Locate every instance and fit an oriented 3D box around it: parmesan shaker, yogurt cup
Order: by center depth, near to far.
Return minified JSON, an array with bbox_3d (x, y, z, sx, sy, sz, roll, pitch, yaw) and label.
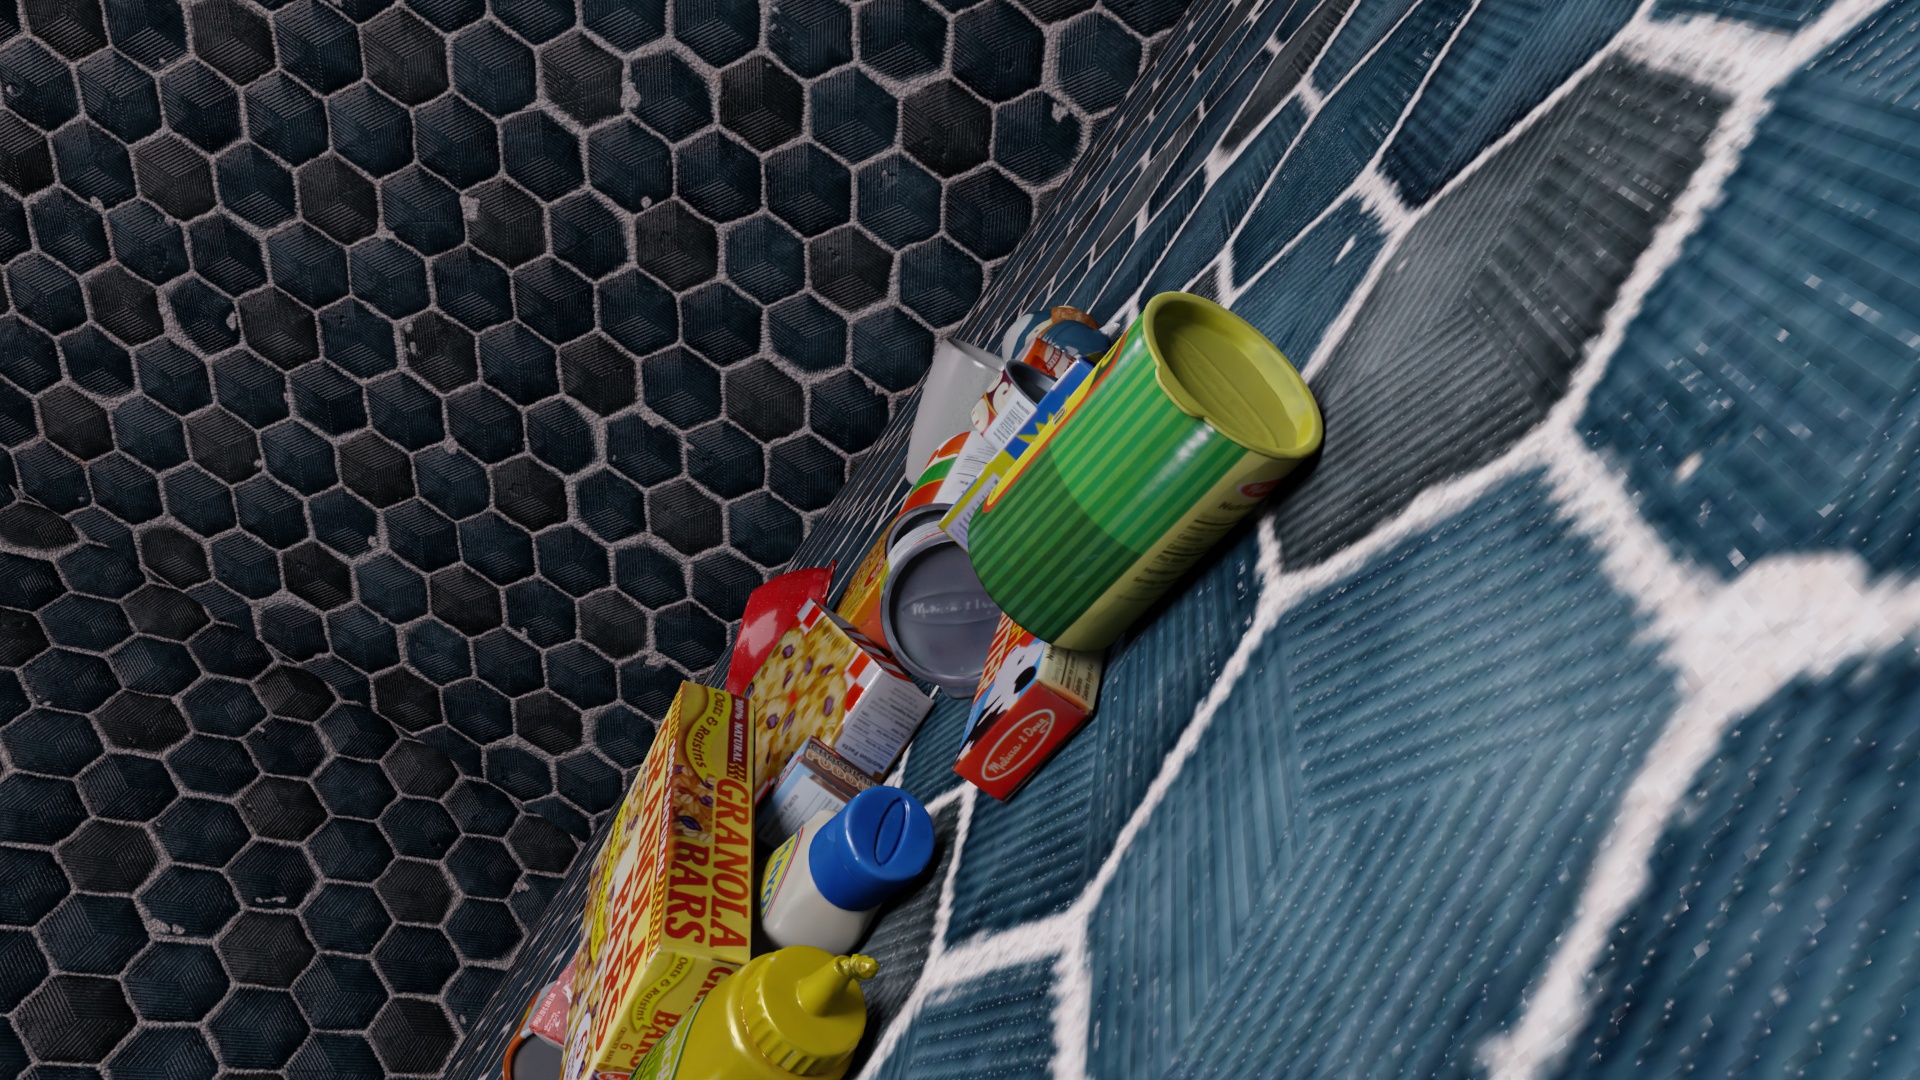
[{"bbox_3d":[0.053,-0.019,0.439,0.102,0.071,0.072,-49,10,38],"label":"parmesan shaker"},{"bbox_3d":[0.047,-0.076,0.774,0.072,0.054,0.072,-54,7,10],"label":"yogurt cup"}]

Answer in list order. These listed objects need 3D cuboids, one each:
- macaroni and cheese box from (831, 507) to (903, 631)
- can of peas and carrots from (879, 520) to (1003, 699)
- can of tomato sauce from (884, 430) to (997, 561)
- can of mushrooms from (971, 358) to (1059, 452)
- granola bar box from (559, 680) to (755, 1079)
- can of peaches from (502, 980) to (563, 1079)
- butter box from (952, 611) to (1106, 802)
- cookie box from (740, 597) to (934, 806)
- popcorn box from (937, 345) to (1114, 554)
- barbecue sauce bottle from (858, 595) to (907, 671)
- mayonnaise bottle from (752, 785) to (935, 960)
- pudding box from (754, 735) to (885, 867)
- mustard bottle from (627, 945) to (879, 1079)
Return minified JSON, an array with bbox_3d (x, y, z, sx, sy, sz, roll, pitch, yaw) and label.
[{"bbox_3d":[-0.048,0.032,0.945,0.123,0.040,0.167,-54,7,5],"label":"macaroni and cheese box"},{"bbox_3d":[-0.002,0.028,0.606,0.071,0.071,0.059,-55,7,3],"label":"can of peas and carrots"},{"bbox_3d":[0.003,-0.009,0.717,0.071,0.071,0.083,-51,8,33],"label":"can of tomato sauce"},{"bbox_3d":[0.041,-0.058,0.694,0.033,0.071,0.071,-54,8,21],"label":"can of mushrooms"},{"bbox_3d":[-0.127,0.158,0.591,0.123,0.039,0.166,-61,20,23],"label":"granola bar box"},{"bbox_3d":[-0.242,0.316,0.857,0.071,0.071,0.058,-55,8,4],"label":"can of peaches"},{"bbox_3d":[0.030,0.041,0.498,0.053,0.024,0.104,-50,10,31],"label":"butter box"},{"bbox_3d":[-0.094,0.124,0.721,0.167,0.040,0.123,-55,27,-1],"label":"cookie box"},{"bbox_3d":[0.045,-0.034,0.565,0.085,0.038,0.127,-49,-4,17],"label":"popcorn box"},{"bbox_3d":[-0.010,0.006,0.819,0.149,0.043,0.064,-59,10,-22],"label":"barbecue sauce bottle"},{"bbox_3d":[-0.058,0.139,0.550,0.147,0.041,0.065,-48,17,48],"label":"mayonnaise bottle"},{"bbox_3d":[-0.074,0.137,0.634,0.083,0.049,0.030,-54,6,14],"label":"pudding box"},{"bbox_3d":[-0.072,0.175,0.462,0.159,0.049,0.066,-51,13,31],"label":"mustard bottle"}]
